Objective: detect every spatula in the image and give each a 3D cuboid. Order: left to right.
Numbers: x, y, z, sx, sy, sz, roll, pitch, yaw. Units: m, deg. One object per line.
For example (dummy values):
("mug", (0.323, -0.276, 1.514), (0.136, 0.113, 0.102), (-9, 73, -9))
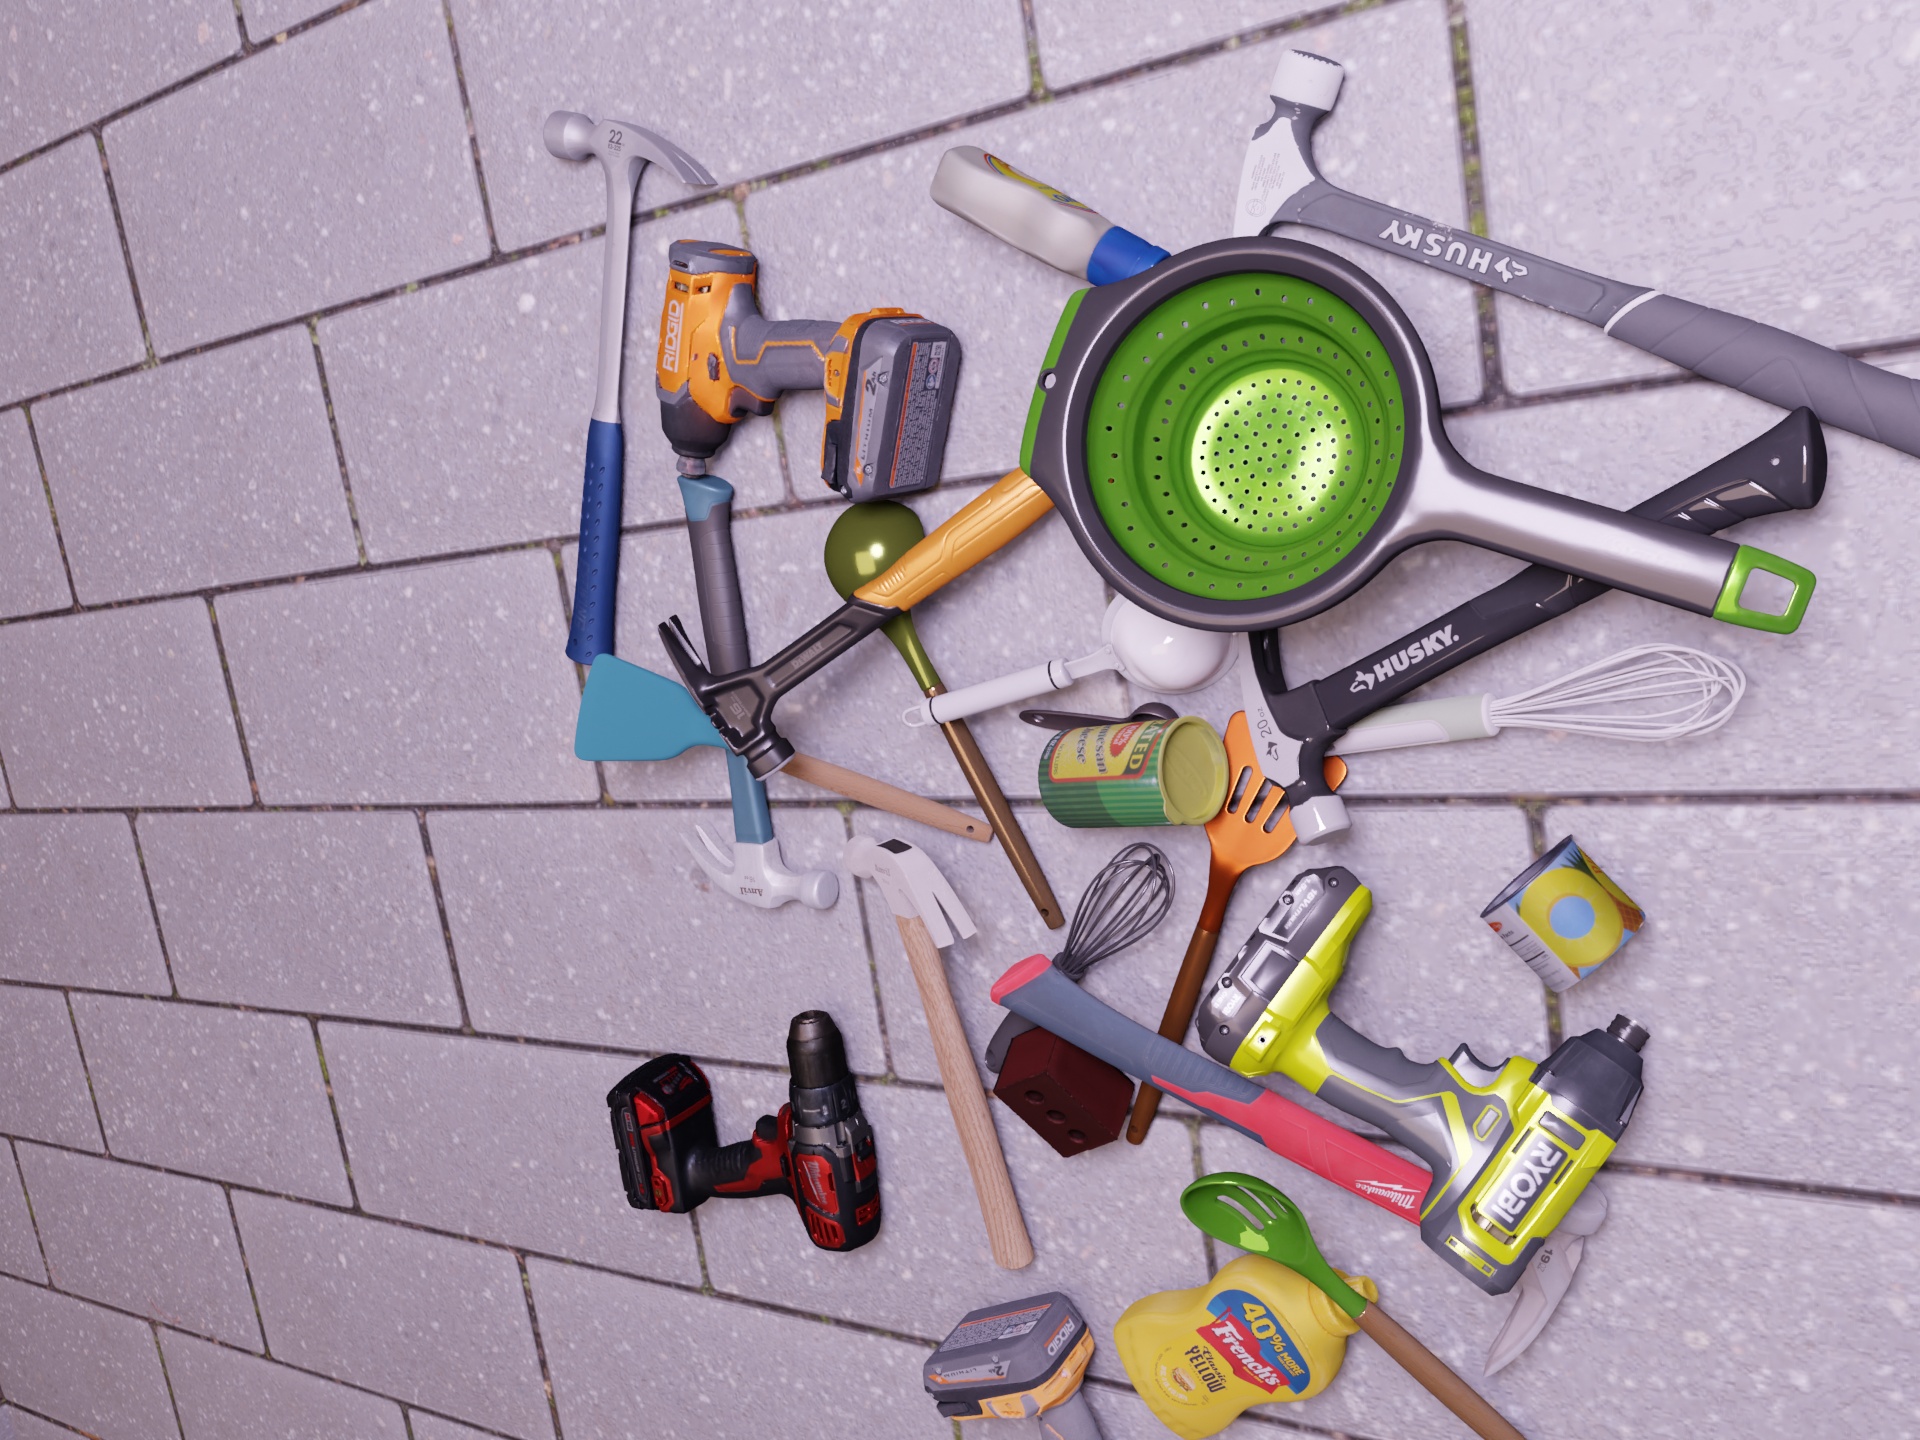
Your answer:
("spatula", (-0.126, 0.034, 1.141), (0.317, 0.044, 0.082), (18, 101, 16))
("spatula", (0.159, 0.149, 1.031), (0.081, 0.041, 0.322), (29, 121, 26))

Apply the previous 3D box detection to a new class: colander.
("colander", (0.230, -0.121, 0.832), (0.397, 0.094, 0.204), (22, 101, 23))

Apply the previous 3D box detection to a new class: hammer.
("hammer", (-0.262, -0.235, 1.194), (0.144, 0.035, 0.405), (20, 114, 28))
("hammer", (-0.169, -0.020, 1.195), (0.128, 0.033, 0.331), (1, 103, 33))
("hammer", (-0.040, -0.096, 1.027), (0.337, 0.034, 0.127), (-33, 97, 19))
("hammer", (-0.003, 0.242, 1.138), (0.130, 0.031, 0.331), (6, 114, 62))
("hammer", (0.189, 0.263, 1.004), (0.386, 0.038, 0.143), (25, 117, 18))
("hammer", (0.289, -0.064, 0.843), (0.334, 0.035, 0.146), (-33, 66, 37))
("hammer", (0.321, -0.210, 0.813), (0.409, 0.036, 0.149), (29, 119, 24))

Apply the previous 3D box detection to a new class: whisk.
("whisk", (0.076, 0.169, 1.079), (0.055, 0.055, 0.238), (44, 127, 16))
("whisk", (0.301, -0.004, 0.879), (0.246, 0.059, 0.057), (-9, 128, 39))

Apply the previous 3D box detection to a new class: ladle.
("ladle", (-0.002, -0.003, 1.090), (0.078, 0.062, 0.320), (-25, 96, 31))

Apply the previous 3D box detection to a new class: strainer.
("strainer", (0.071, -0.030, 1.002), (0.258, 0.050, 0.086), (-16, 121, 29))

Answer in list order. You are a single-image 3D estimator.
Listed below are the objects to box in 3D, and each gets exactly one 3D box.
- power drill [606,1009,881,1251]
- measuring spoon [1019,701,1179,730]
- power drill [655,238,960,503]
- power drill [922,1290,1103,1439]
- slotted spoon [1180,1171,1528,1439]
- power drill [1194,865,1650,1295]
("power drill", (-0.170, 0.317, 1.265), (0.227, 0.080, 0.188), (-2, 102, 31))
("measuring spoon", (0.091, -0.004, 1.036), (0.124, 0.018, 0.034), (4, 147, 38))
("power drill", (-0.118, -0.221, 1.078), (0.227, 0.084, 0.164), (26, 117, 30))
("power drill", (0.061, 0.551, 1.176), (0.185, 0.084, 0.226), (-29, 91, 37))
("slotted spoon", (0.262, 0.378, 0.976), (0.314, 0.031, 0.070), (42, 132, -2))
("power drill", (0.265, 0.190, 0.917), (0.223, 0.080, 0.171), (36, 88, 19))
